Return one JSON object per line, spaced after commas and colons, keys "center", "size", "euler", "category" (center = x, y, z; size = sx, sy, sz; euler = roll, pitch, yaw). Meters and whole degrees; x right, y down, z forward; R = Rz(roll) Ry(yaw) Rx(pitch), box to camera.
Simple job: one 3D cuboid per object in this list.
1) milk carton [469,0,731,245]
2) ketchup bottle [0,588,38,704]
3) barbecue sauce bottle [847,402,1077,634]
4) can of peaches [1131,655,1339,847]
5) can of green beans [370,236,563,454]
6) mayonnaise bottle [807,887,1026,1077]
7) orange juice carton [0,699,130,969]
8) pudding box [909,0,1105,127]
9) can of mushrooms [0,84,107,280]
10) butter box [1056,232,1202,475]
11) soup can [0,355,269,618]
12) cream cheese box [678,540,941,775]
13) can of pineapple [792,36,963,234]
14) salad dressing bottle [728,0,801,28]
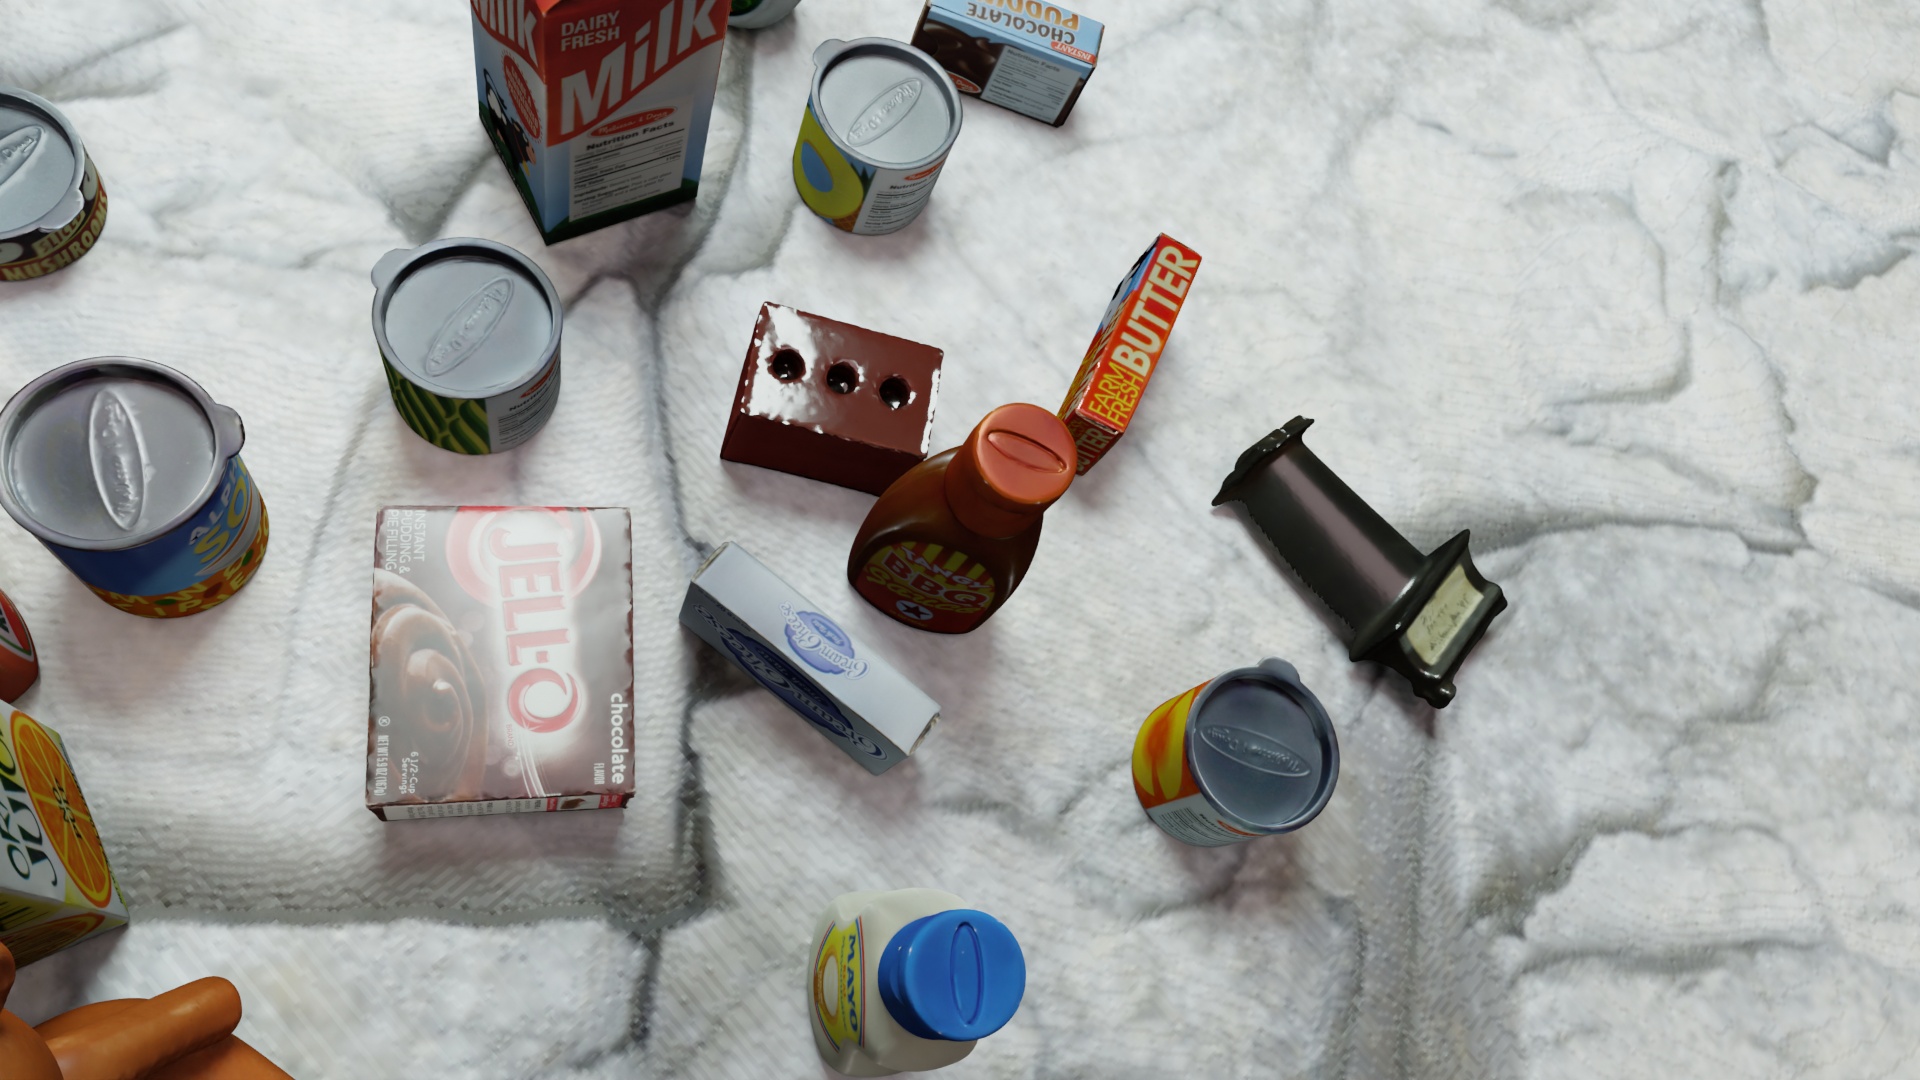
{"center": [-0.137, -0.197, 0.520], "size": [0.074, 0.189, 0.072], "euler": [-25, 80, -22], "category": "milk carton"}
{"center": [-0.327, 0.012, 0.412], "size": [0.044, 0.148, 0.065], "euler": [-38, 85, -24], "category": "ketchup bottle"}
{"center": [0.002, -0.006, 0.516], "size": [0.065, 0.148, 0.044], "euler": [24, 67, -7], "category": "barbecue sauce bottle"}
{"center": [0.111, 0.087, 0.565], "size": [0.071, 0.058, 0.071], "euler": [5, 70, -15], "category": "can of peaches"}
{"center": [-0.187, -0.073, 0.533], "size": [0.071, 0.057, 0.071], "euler": [5, 70, -15], "category": "can of green beans"}
{"center": [-0.018, 0.144, 0.457], "size": [0.041, 0.147, 0.065], "euler": [2, 71, -16], "category": "mayonnaise bottle"}
{"center": [-0.298, 0.080, 0.372], "size": [0.073, 0.192, 0.072], "euler": [-24, 80, -22], "category": "orange juice carton"}
{"center": [0.020, -0.233, 0.656], "size": [0.084, 0.049, 0.030], "euler": [16, 68, -11], "category": "pudding box"}
{"center": [-0.357, -0.131, 0.517], "size": [0.071, 0.033, 0.071], "euler": [5, 70, -15], "category": "can of mushrooms"}
{"center": [0.071, -0.082, 0.616], "size": [0.024, 0.053, 0.104], "euler": [29, 66, -5], "category": "butter box"}
{"center": [-0.275, -0.016, 0.473], "size": [0.071, 0.083, 0.071], "euler": [5, 70, -15], "category": "soup can"}
{"center": [-0.059, 0.047, 0.532], "size": [0.104, 0.053, 0.024], "euler": [39, 66, -1], "category": "cream cheese box"}
{"center": [-0.039, -0.179, 0.615], "size": [0.071, 0.057, 0.071], "euler": [5, 70, -15], "category": "can of pineapple"}
{"center": [-0.083, -0.282, 0.589], "size": [0.044, 0.147, 0.064], "euler": [-39, 86, -24], "category": "salad dressing bottle"}
